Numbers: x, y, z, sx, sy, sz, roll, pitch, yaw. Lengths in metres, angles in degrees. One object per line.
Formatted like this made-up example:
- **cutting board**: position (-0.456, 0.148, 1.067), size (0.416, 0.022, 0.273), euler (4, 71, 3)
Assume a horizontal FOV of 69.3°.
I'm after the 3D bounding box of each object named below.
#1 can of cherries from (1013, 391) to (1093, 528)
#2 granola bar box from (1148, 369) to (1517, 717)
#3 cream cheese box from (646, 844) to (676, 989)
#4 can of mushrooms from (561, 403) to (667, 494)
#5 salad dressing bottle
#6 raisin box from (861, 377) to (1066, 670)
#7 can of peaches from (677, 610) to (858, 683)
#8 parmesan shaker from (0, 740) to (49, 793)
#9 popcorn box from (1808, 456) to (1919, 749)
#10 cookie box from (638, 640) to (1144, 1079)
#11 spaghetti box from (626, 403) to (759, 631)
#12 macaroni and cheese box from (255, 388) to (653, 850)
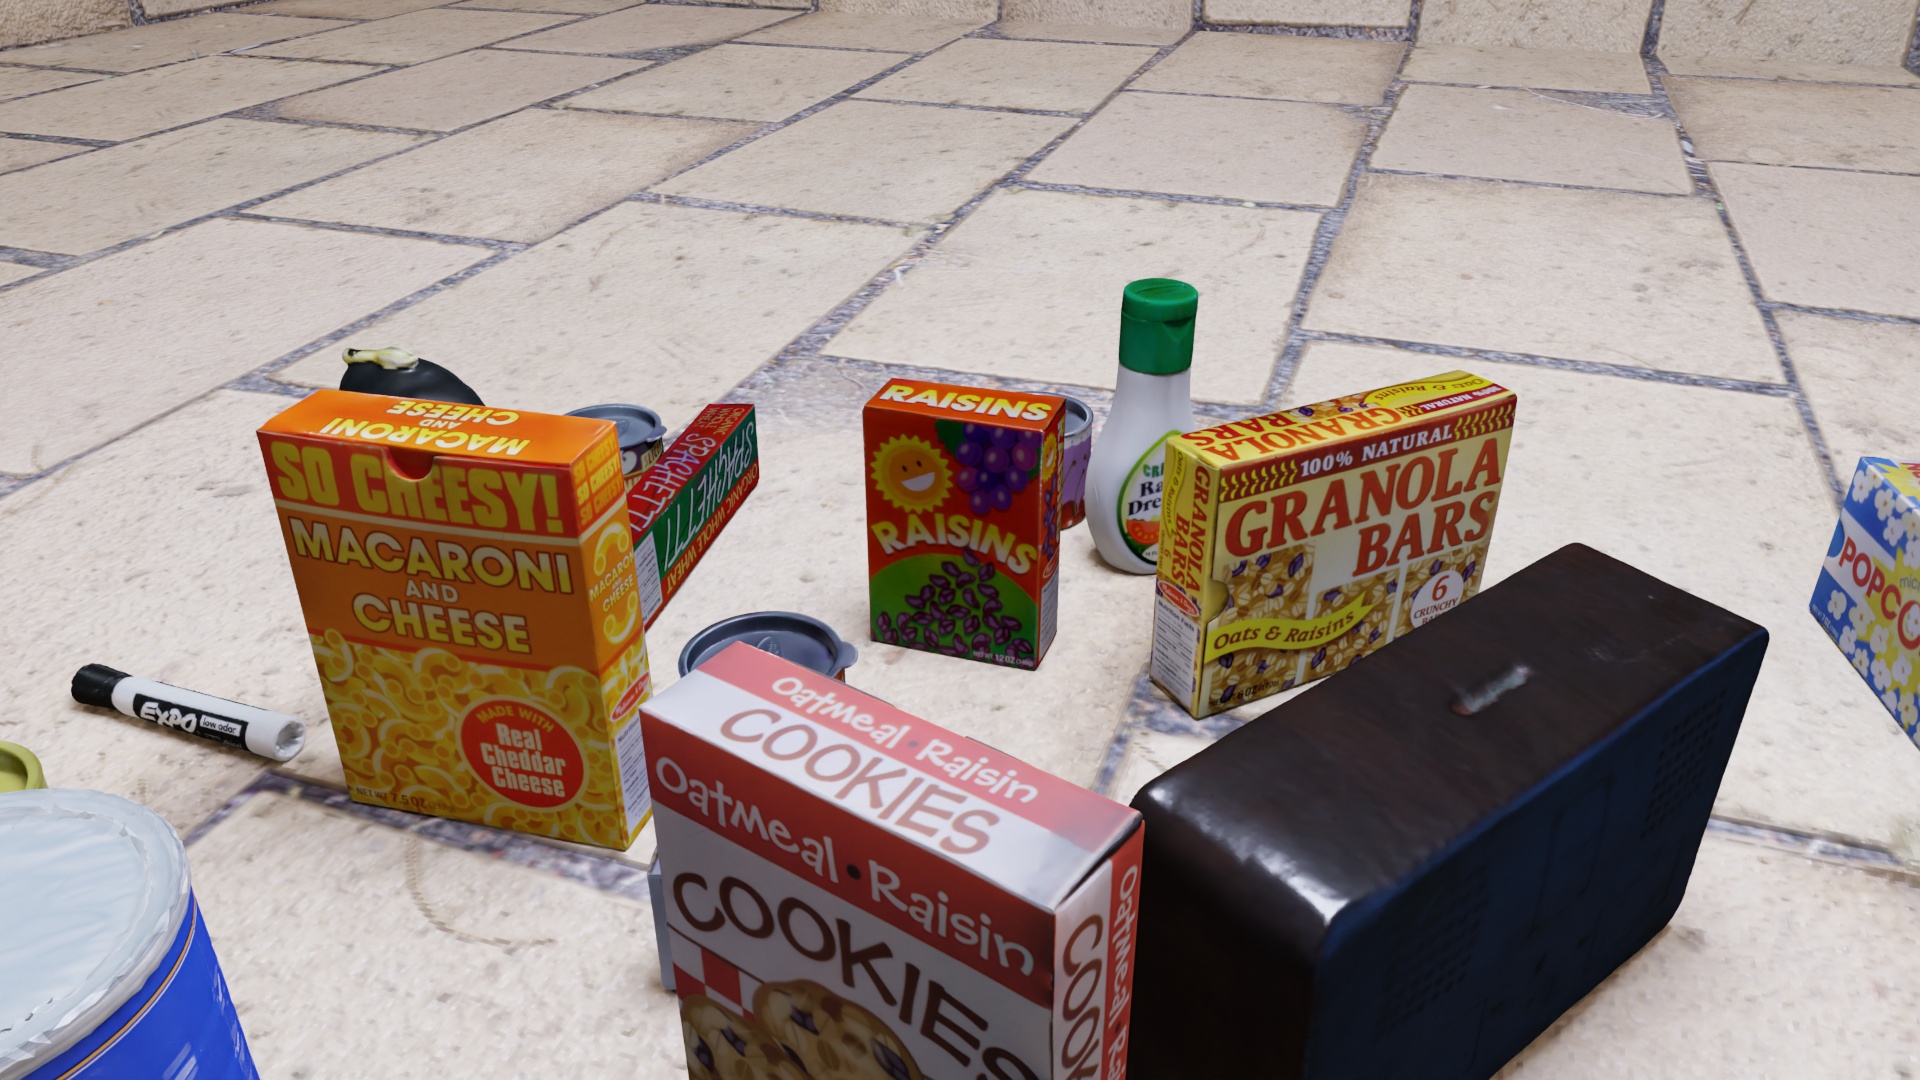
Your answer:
- **can of cherries**: position (0.038, -0.043, 0.769), size (0.071, 0.058, 0.072), euler (0, 29, 0)
- **granola bar box**: position (0.167, -0.001, 0.623), size (0.166, 0.123, 0.039), euler (-14, 32, -24)
- **cream cheese box**: position (-0.049, 0.127, 0.467), size (0.104, 0.053, 0.024), euler (2, 29, 3)
- **can of mushrooms**: position (-0.204, -0.052, 0.812), size (0.071, 0.033, 0.071), euler (0, 29, 0)
- **salad dressing bottle**: position (0.096, -0.057, 0.701), size (0.064, 0.147, 0.044), euler (-13, 31, -22)
- **raisin box**: position (0.002, -0.008, 0.638), size (0.086, 0.122, 0.040), euler (9, 30, 17)
- **can of peaches**: position (-0.076, 0.070, 0.564), size (0.071, 0.057, 0.071), euler (0, 29, 0)
- **parmesan shaker**: position (-0.303, 0.123, 0.424), size (0.071, 0.102, 0.071), euler (0, 29, 0)
- **popcorn box**: position (0.428, 0.028, 0.609), size (0.038, 0.084, 0.127), euler (3, 29, 6)
- **cookie box**: position (-0.019, 0.121, 0.360), size (0.123, 0.166, 0.040), euler (19, 34, 30)
- **spaghetti box**: position (-0.154, 0.000, 0.700), size (0.029, 0.050, 0.251), euler (5, 29, 10)
- **macaroni and cheese box**: position (-0.182, 0.032, 0.523), size (0.124, 0.165, 0.040), euler (7, 29, 12)
